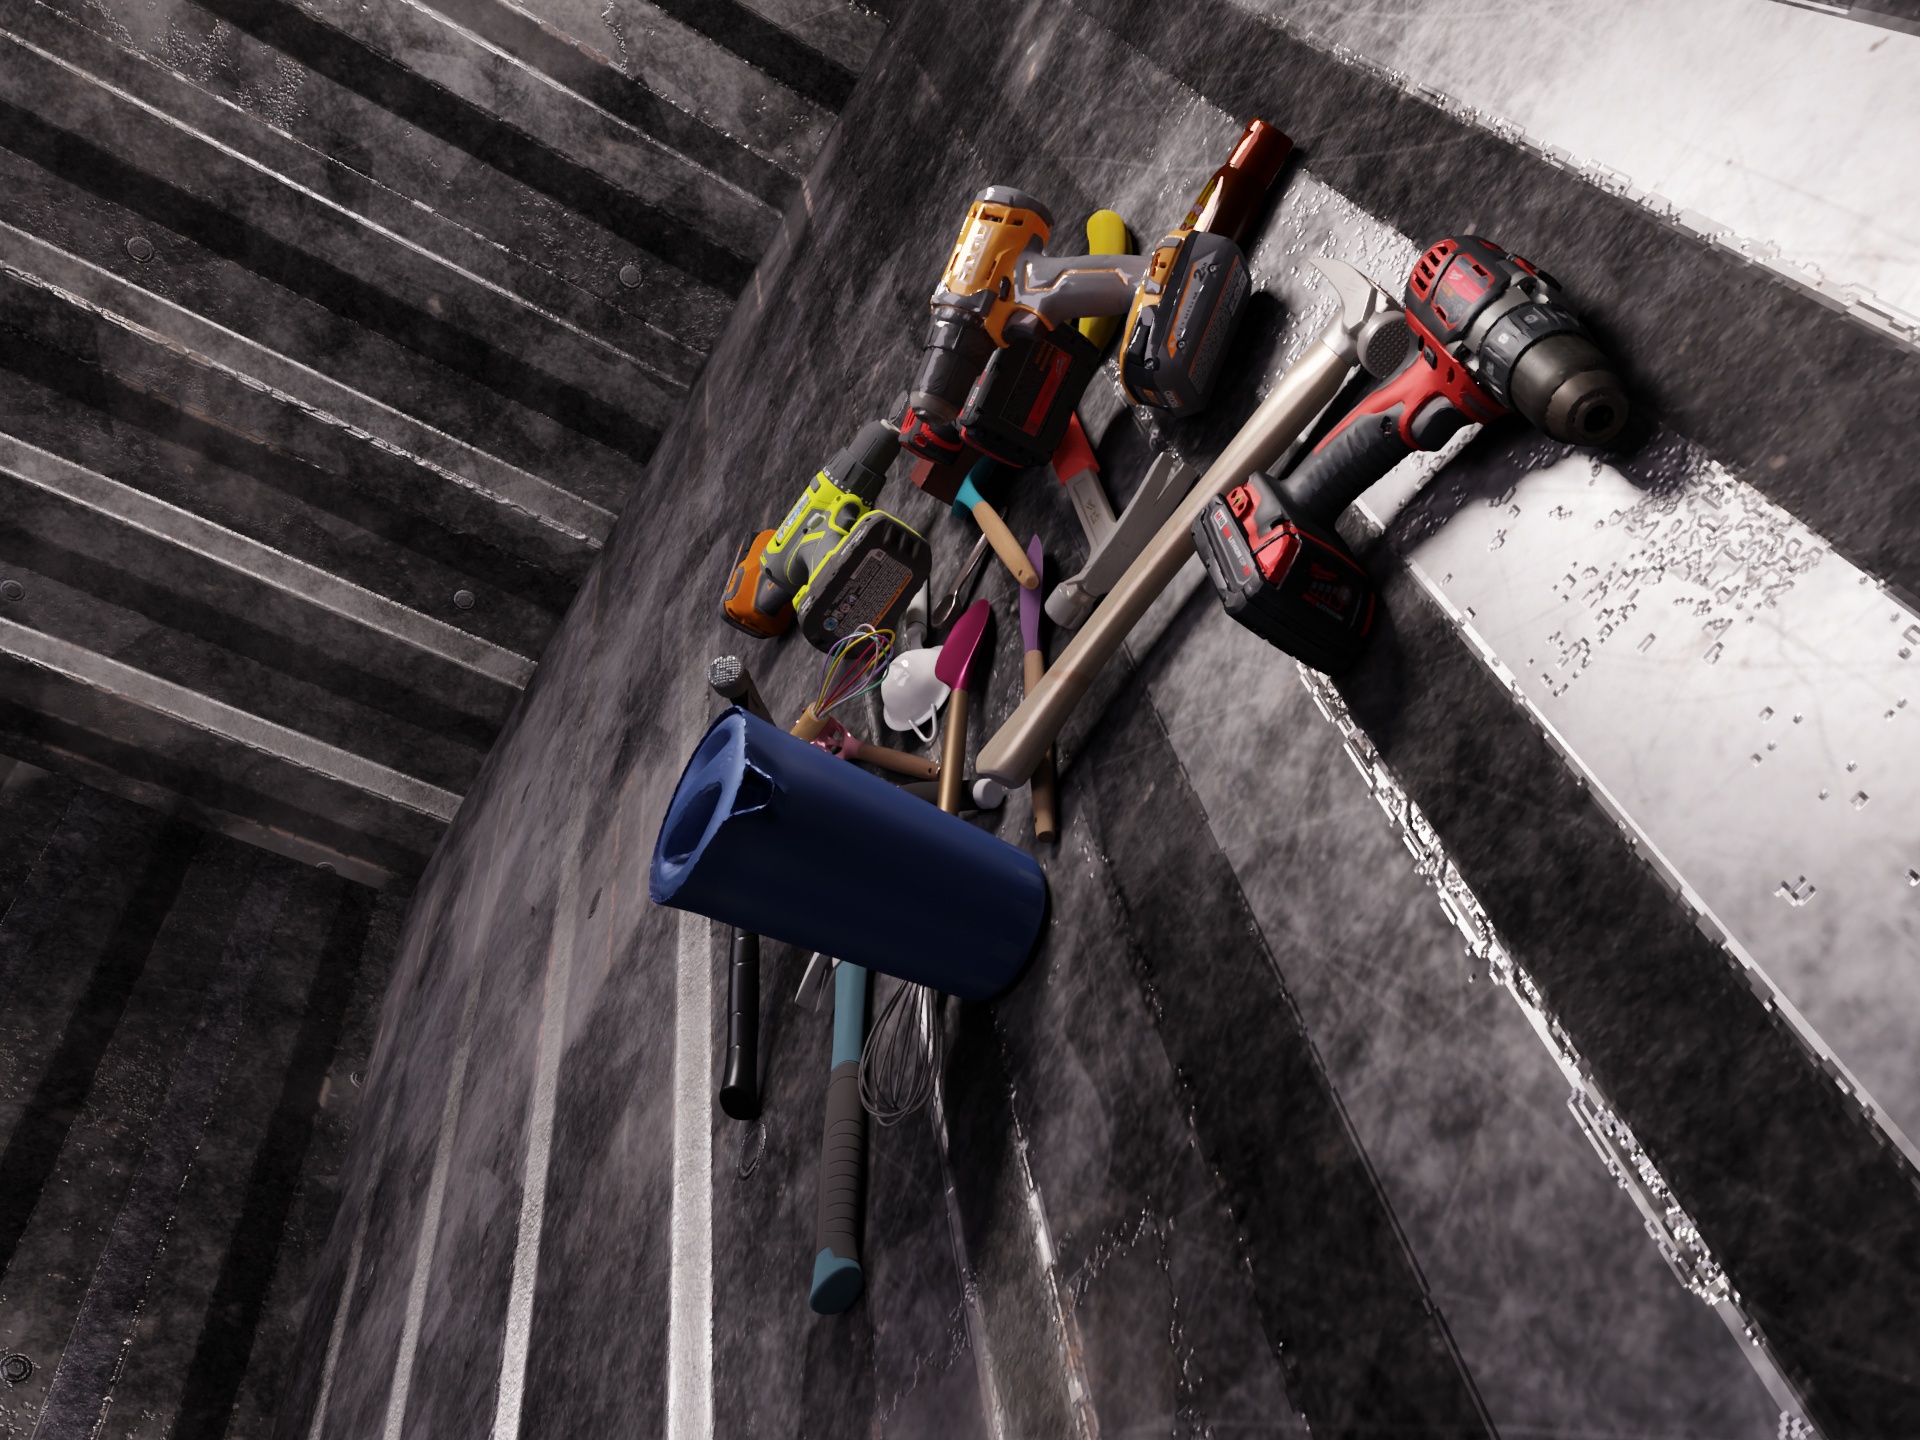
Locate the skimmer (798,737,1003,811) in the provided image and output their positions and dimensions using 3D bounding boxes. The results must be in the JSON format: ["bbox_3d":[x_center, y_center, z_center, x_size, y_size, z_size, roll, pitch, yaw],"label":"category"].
[{"bbox_3d":[-0.064,0.068,1.325,0.363,0.090,0.127,-8,84,52],"label":"skimmer"}]

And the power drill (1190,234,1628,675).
[{"bbox_3d":[0.233,-0.132,0.828,0.226,0.080,0.188,-51,26,24],"label":"power drill"}]

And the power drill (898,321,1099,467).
[{"bbox_3d":[0.025,-0.284,1.338,0.143,0.078,0.220,-65,23,1],"label":"power drill"}]

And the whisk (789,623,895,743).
[{"bbox_3d":[-0.115,-0.017,1.422,0.047,0.051,0.245,-51,2,-37],"label":"whisk"}]

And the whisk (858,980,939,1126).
[{"bbox_3d":[-0.028,0.175,1.130,0.055,0.055,0.239,-39,29,47],"label":"whisk"}]

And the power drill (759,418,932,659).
[{"bbox_3d":[-0.102,-0.174,1.492,0.190,0.080,0.229,-52,29,15],"label":"power drill"}]

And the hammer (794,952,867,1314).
[{"bbox_3d":[-0.084,0.269,1.167,0.128,0.033,0.331,-47,28,35],"label":"hammer"}]

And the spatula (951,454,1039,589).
[{"bbox_3d":[0.033,-0.165,1.332,0.082,0.044,0.318,-58,22,16],"label":"spatula"}]

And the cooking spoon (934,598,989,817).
[{"bbox_3d":[-0.002,-0.004,1.241,0.068,0.017,0.319,-43,22,27],"label":"cooking spoon"}]

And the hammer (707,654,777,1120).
[{"bbox_3d":[-0.192,0.151,1.426,0.149,0.036,0.409,66,-161,-60],"label":"hammer"}]

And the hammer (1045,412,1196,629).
[{"bbox_3d":[0.094,-0.220,1.274,0.149,0.036,0.359,-54,25,25],"label":"hammer"}]

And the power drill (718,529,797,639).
[{"bbox_3d":[-0.179,-0.187,1.795,0.226,0.084,0.164,-17,51,56],"label":"power drill"}]

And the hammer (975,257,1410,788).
[{"bbox_3d":[0.137,-0.117,1.046,0.410,0.038,0.146,-52,24,23],"label":"hammer"}]

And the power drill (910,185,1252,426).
[{"bbox_3d":[0.077,-0.286,1.164,0.226,0.084,0.185,20,83,27],"label":"power drill"}]

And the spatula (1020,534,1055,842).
[{"bbox_3d":[0.057,-0.032,1.182,0.316,0.018,0.059,-90,15,-46],"label":"spatula"}]

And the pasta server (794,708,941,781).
[{"bbox_3d":[-0.083,0.030,1.408,0.316,0.040,0.060,-168,88,-66],"label":"pasta server"}]

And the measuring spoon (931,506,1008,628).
[{"bbox_3d":[0.013,-0.132,1.399,0.124,0.018,0.034,-59,24,-4],"label":"measuring spoon"}]

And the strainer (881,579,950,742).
[{"bbox_3d":[-0.042,-0.074,1.425,0.087,0.050,0.259,-36,30,23],"label":"strainer"}]
